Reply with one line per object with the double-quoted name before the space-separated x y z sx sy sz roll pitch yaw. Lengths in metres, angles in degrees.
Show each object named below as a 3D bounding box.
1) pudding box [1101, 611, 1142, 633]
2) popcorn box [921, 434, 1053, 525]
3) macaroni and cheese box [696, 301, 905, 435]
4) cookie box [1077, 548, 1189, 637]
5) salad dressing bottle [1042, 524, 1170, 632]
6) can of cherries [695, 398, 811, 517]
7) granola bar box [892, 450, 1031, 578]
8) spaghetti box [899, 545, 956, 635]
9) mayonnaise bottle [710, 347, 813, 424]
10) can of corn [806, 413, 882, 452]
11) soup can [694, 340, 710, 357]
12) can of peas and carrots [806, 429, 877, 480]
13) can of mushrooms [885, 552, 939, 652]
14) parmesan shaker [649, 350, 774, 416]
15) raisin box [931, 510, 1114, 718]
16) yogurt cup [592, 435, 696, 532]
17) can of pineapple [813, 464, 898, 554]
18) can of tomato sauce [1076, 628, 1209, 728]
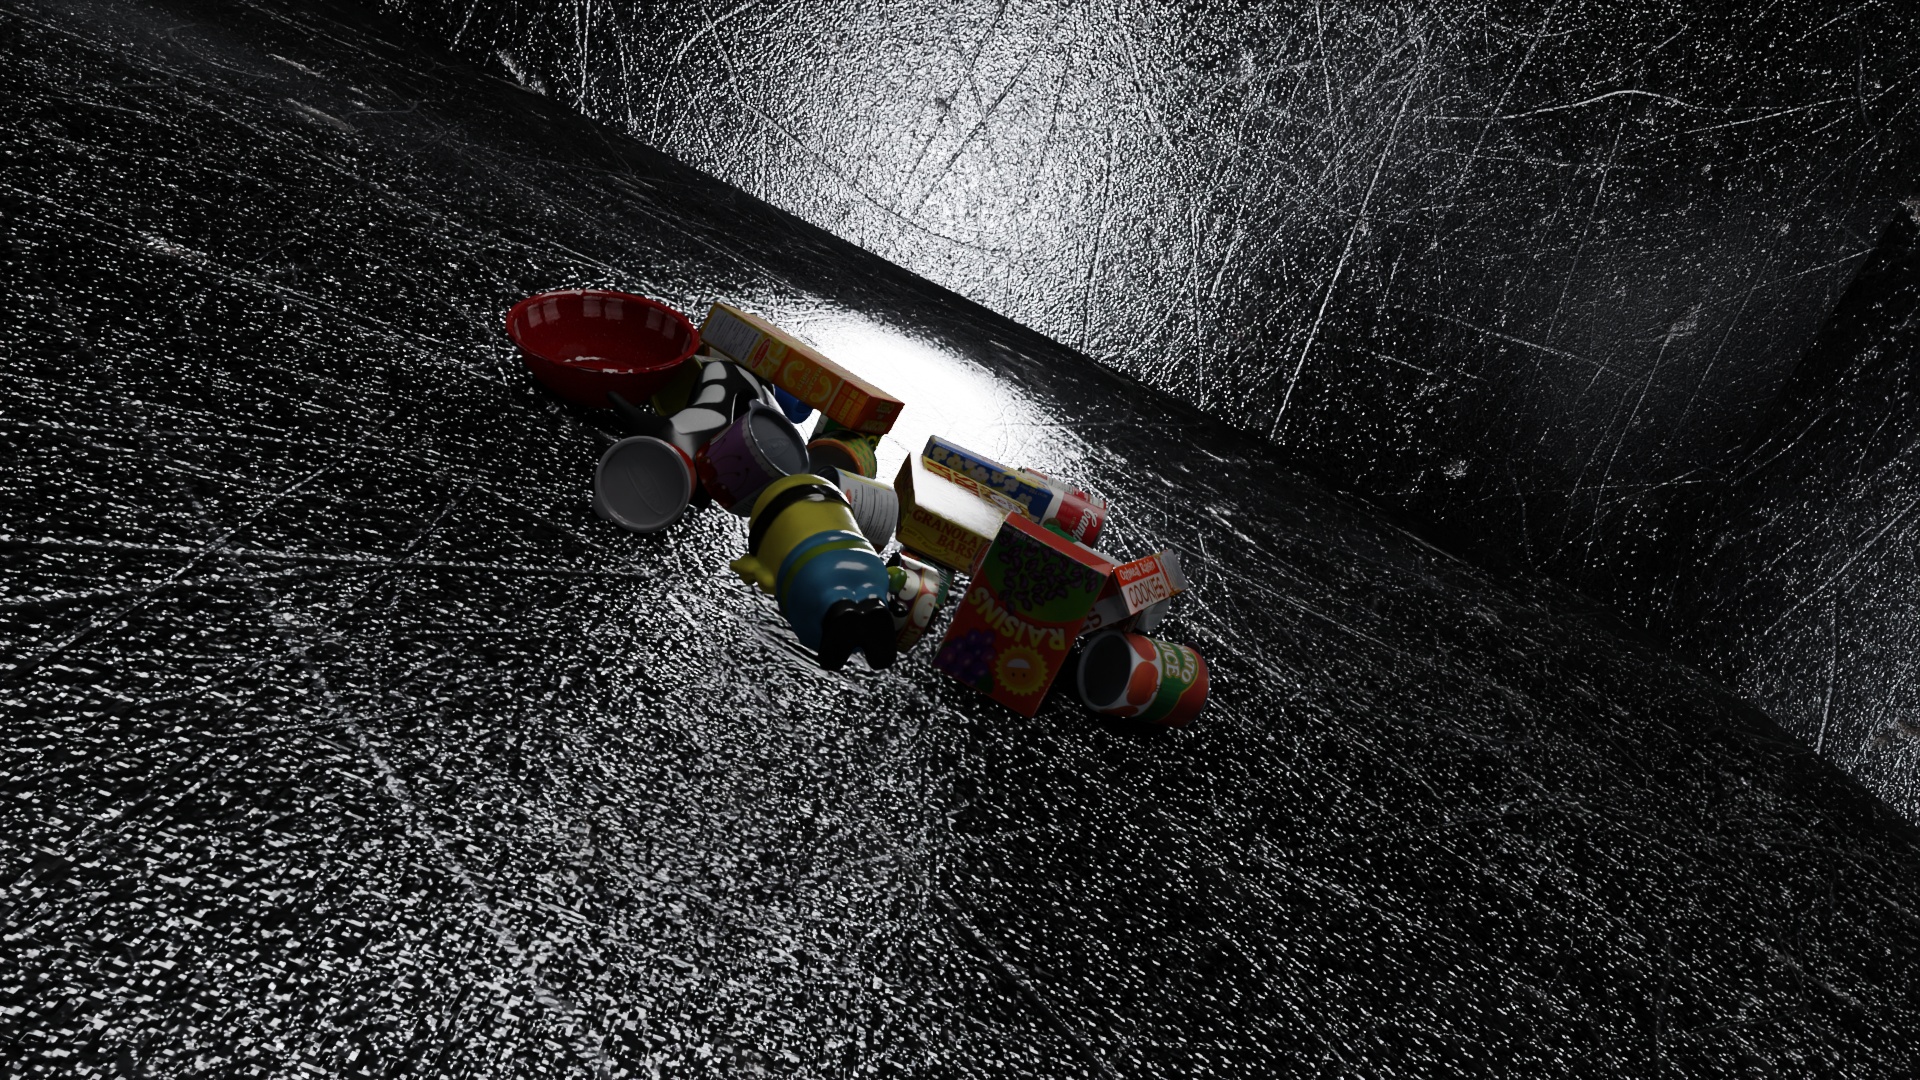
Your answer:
"pudding box" 0.130 0.049 1.292 0.084 0.049 0.030 34 18 25
"popcorn box" 0.012 -0.036 1.311 0.127 0.085 0.038 23 15 -13
"macaroni and cheese box" -0.142 -0.153 1.266 0.166 0.040 0.124 32 8 9
"cookie box" 0.098 0.053 1.097 0.168 0.122 0.040 -11 77 -66
"salad dressing bottle" 0.135 0.034 1.365 0.148 0.044 0.064 34 19 29
"can of cherries" -0.155 -0.061 1.036 0.071 0.058 0.072 42 29 -30
"granola bar box" 0.004 -0.015 1.206 0.124 0.039 0.166 25 15 -11
"spaghetti box" -0.029 0.021 1.164 0.050 0.028 0.251 26 15 -1
"mayonnaise bottle" -0.217 -0.172 1.462 0.148 0.041 0.065 33 15 25
"can of corn" -0.111 -0.101 1.372 0.071 0.058 0.071 25 15 -7
"soup can" -0.290 -0.183 1.327 0.084 0.071 0.071 29 15 6
"can of peas and carrots" -0.113 -0.063 1.229 0.071 0.070 0.059 27 16 2
"can of mushrooms" -0.044 0.047 0.992 0.033 0.071 0.071 24 15 -15
"parmesan shaker" -0.228 -0.139 1.283 0.071 0.071 0.103 34 17 24
"raisin box" 0.044 0.053 0.999 0.086 0.123 0.040 28 16 4
"yogurt cup" -0.221 -0.042 0.994 0.072 0.072 0.054 26 7 -1
"can of pineapple" -0.093 -0.022 1.134 0.058 0.070 0.071 18 17 -32
"can of tomato sauce" 0.144 0.107 1.088 0.083 0.071 0.071 15 19 -35
